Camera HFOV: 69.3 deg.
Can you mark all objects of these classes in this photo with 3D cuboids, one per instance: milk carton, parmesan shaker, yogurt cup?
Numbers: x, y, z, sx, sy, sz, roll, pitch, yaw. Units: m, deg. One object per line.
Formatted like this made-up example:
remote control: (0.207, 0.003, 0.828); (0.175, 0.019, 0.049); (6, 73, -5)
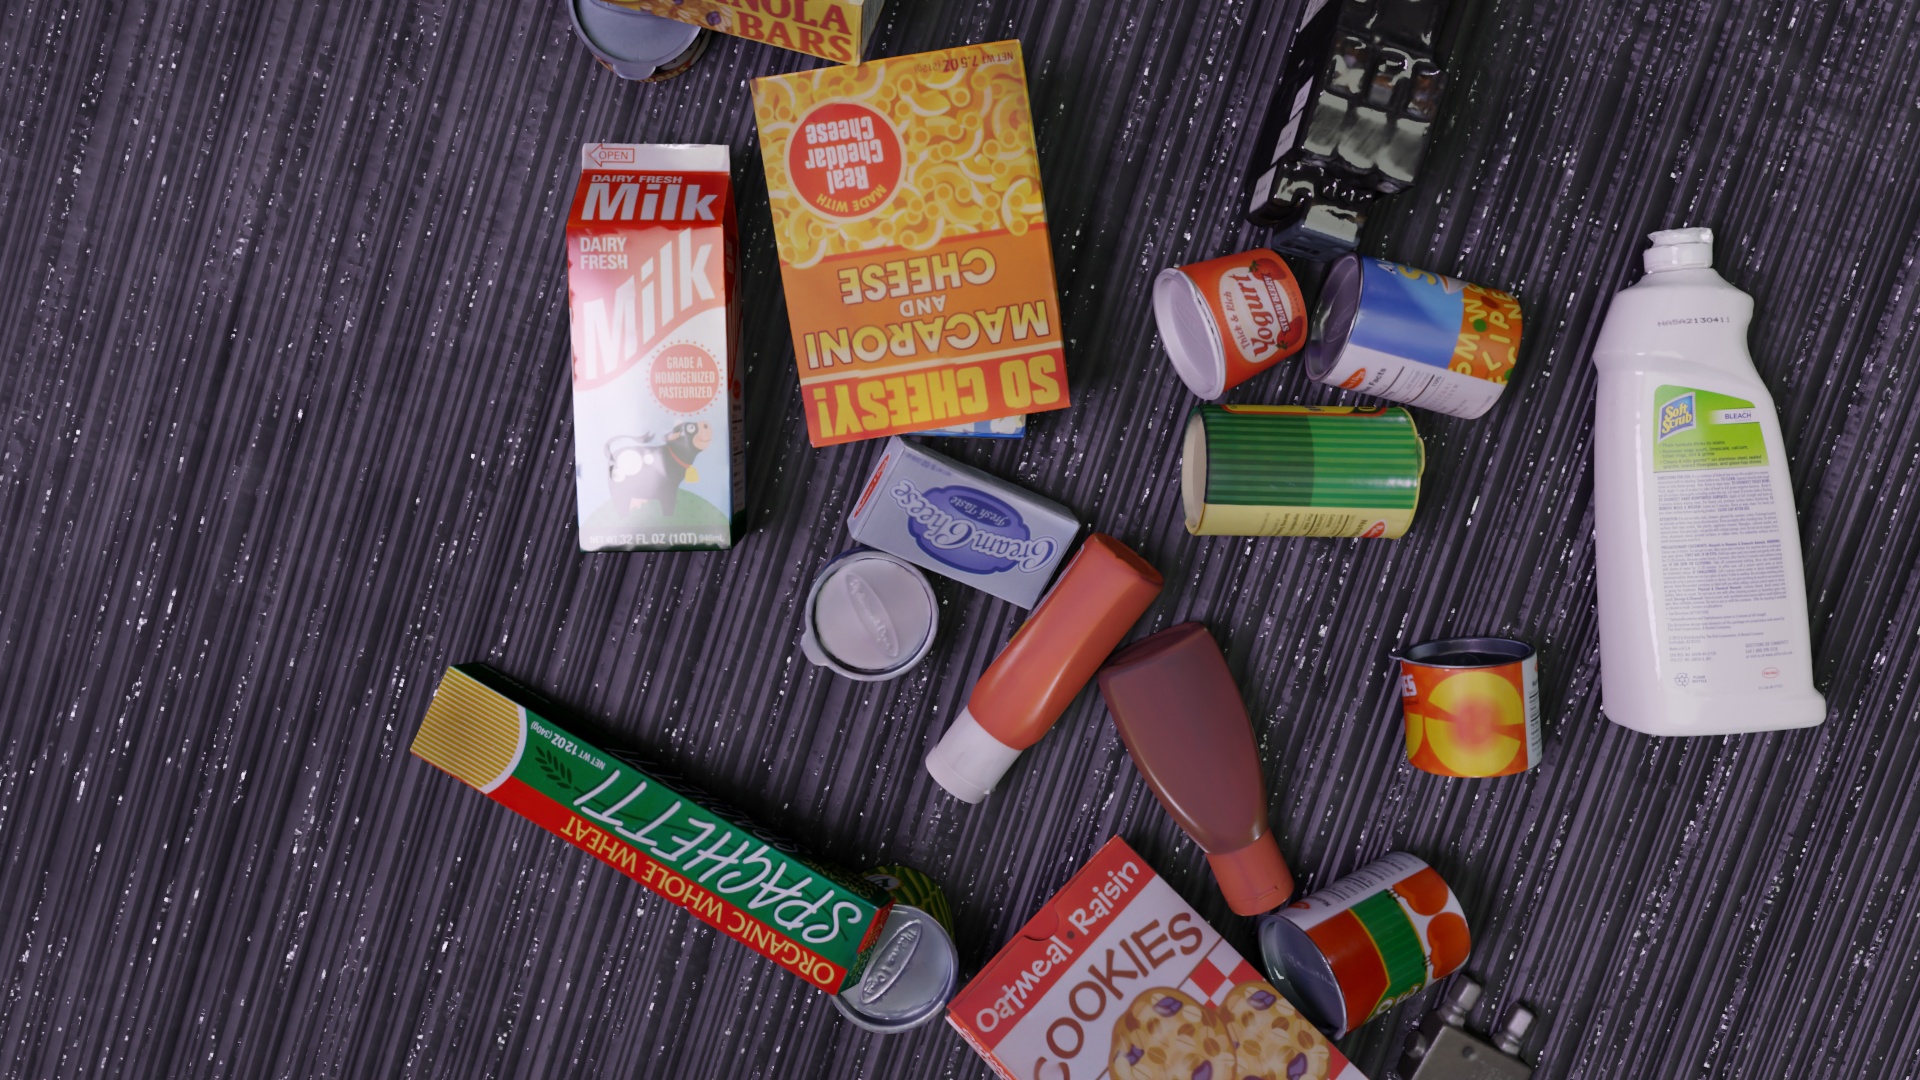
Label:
milk carton: (-0.143, -0.092, 0.663); (0.072, 0.073, 0.190); (0, 95, -3)
parmesan shaker: (0.166, -0.035, 0.687); (0.103, 0.071, 0.071); (1, 96, -3)
yogurt cup: (0.133, -0.109, 0.683); (0.054, 0.072, 0.072); (-22, 97, -9)

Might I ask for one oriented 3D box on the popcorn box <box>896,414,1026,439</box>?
popcorn box: (-0.009, -0.114, 0.686); (0.085, 0.038, 0.126); (2, 96, -2)

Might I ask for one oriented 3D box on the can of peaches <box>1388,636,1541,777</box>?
can of peaches: (0.257, 0.084, 0.708); (0.071, 0.071, 0.058); (-7, 97, -2)

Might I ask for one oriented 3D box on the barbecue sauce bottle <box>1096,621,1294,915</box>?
barbecue sauce bottle: (0.127, 0.120, 0.714); (0.065, 0.044, 0.148); (-25, 97, -3)

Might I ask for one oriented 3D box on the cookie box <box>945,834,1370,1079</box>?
cookie box: (0.093, 0.246, 0.675); (0.123, 0.040, 0.167); (-41, 75, -22)

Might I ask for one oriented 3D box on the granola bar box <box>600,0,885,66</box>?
granola bar box: (-0.106, -0.289, 0.627); (0.166, 0.039, 0.125); (15, 64, 2)

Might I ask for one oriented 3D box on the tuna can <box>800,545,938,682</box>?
tuna can: (-0.047, 0.037, 0.701); (0.071, 0.033, 0.071); (0, 95, -3)

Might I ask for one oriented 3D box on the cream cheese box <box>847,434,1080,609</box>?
cream cheese box: (0.002, -0.009, 0.686); (0.104, 0.024, 0.053); (23, 108, -21)

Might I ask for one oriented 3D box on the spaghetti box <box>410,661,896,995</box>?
spaghetti box: (-0.151, 0.137, 0.675); (0.250, 0.029, 0.050); (27, 94, 10)

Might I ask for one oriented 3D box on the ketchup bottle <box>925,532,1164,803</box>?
ketchup bottle: (0.040, 0.066, 0.696); (0.043, 0.065, 0.148); (40, 101, 15)

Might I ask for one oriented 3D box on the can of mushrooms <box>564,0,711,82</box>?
can of mushrooms: (-0.153, -0.254, 0.667); (0.071, 0.033, 0.071); (0, 95, -4)

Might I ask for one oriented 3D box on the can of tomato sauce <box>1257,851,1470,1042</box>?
can of tomato sauce: (0.205, 0.206, 0.704); (0.083, 0.071, 0.071); (-20, 97, -21)

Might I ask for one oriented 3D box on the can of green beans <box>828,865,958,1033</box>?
can of green beans: (-0.035, 0.206, 0.705); (0.071, 0.058, 0.071); (0, 96, -3)

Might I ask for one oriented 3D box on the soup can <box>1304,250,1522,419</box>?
soup can: (0.223, -0.103, 0.687); (0.084, 0.071, 0.071); (13, 95, -5)

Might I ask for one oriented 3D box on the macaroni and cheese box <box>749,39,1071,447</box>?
macaroni and cheese box: (-0.021, -0.135, 0.643); (0.124, 0.040, 0.166); (-9, 95, -1)
